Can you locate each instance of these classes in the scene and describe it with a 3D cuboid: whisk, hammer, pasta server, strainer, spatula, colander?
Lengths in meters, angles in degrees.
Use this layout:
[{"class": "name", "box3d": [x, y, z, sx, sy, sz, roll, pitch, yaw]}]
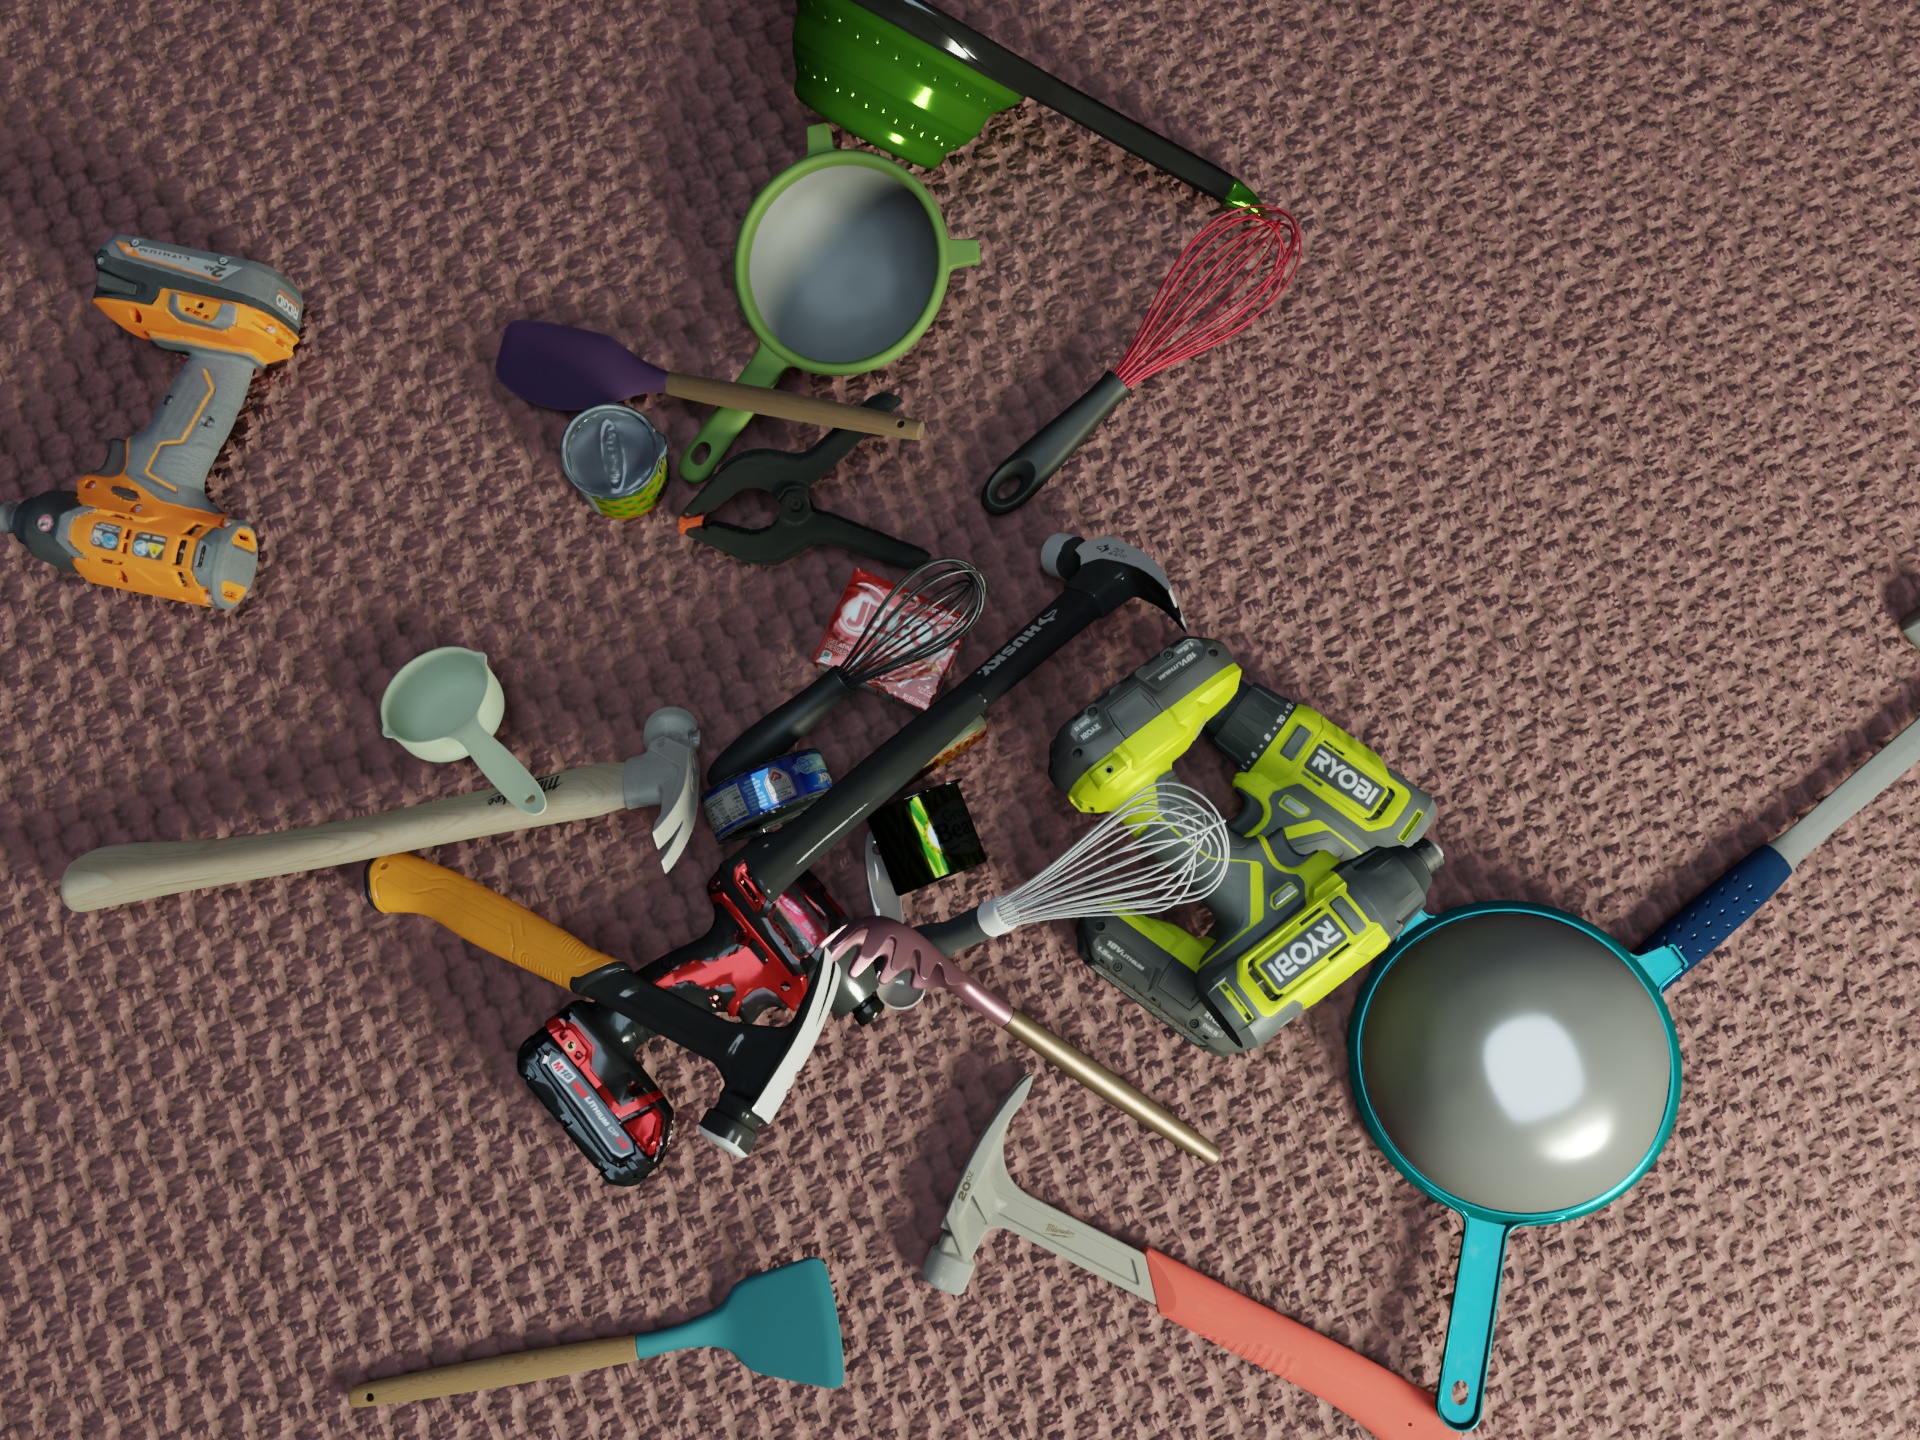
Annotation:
[{"class": "whisk", "box3d": [0.046, 0.108, 0.967, 0.284, 0.070, 0.070, -28, 83, 38]}, {"class": "hammer", "box3d": [-0.002, -0.003, 1.005, 0.335, 0.146, 0.035, -41, 124, -17]}, {"class": "pasta server", "box3d": [0.046, 0.209, 1.010, 0.316, 0.060, 0.040, 37, 63, -18]}, {"class": "strainer", "box3d": [-0.107, -0.267, 1.104, 0.151, 0.069, 0.256, 40, 100, 8]}, {"class": "spatula", "box3d": [-0.175, -0.222, 1.077, 0.316, 0.018, 0.060, 13, 86, 14]}, {"class": "hammer", "box3d": [0.163, 0.374, 1.041, 0.359, 0.036, 0.149, 26, 82, 1]}, {"class": "spatula", "box3d": [-0.234, 0.406, 1.015, 0.317, 0.044, 0.082, -9, 87, -3]}, {"class": "hammer", "box3d": [-0.238, 0.144, 0.990, 0.337, 0.034, 0.127, 20, 66, 24]}, {"class": "colander", "box3d": [0.026, -0.409, 1.097, 0.397, 0.205, 0.094, 23, 110, -16]}, {"class": "hammer", "box3d": [-0.371, 0.077, 1.018, 0.410, 0.146, 0.038, -11, 121, 1]}, {"class": "strainer", "box3d": [0.344, 0.279, 1.005, 0.211, 0.095, 0.340, 10, 80, 13]}, {"class": "whisk", "box3d": [-0.078, -0.027, 1.046, 0.239, 0.055, 0.055, -38, 86, 15]}, {"class": "hammer", "box3d": [0.575, 0.093, 1.095, 0.405, 0.035, 0.144, -38, 86, -6]}, {"class": "whisk", "box3d": [0.124, -0.250, 1.110, 0.296, 0.073, 0.073, -44, 87, 0]}]

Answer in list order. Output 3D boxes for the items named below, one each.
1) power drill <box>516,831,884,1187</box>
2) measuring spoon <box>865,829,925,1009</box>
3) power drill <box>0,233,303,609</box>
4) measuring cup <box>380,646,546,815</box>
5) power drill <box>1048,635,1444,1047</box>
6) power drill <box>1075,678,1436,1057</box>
[{"class": "power drill", "box3d": [-0.162, 0.192, 1.031, 0.219, 0.078, 0.143, -40, 86, -10]}, {"class": "measuring spoon", "box3d": [-0.047, 0.133, 1.075, 0.034, 0.018, 0.124, -11, 77, 3]}, {"class": "power drill", "box3d": [-0.541, -0.199, 1.061, 0.164, 0.084, 0.226, 11, 86, -1]}, {"class": "measuring cup", "box3d": [-0.310, 0.017, 1.032, 0.083, 0.038, 0.168, -42, 59, -14]}, {"class": "power drill", "box3d": [0.175, 0.065, 0.989, 0.171, 0.080, 0.223, -36, 76, -6]}, {"class": "power drill", "box3d": [0.178, 0.087, 1.059, 0.190, 0.080, 0.228, 36, 80, 7]}]
